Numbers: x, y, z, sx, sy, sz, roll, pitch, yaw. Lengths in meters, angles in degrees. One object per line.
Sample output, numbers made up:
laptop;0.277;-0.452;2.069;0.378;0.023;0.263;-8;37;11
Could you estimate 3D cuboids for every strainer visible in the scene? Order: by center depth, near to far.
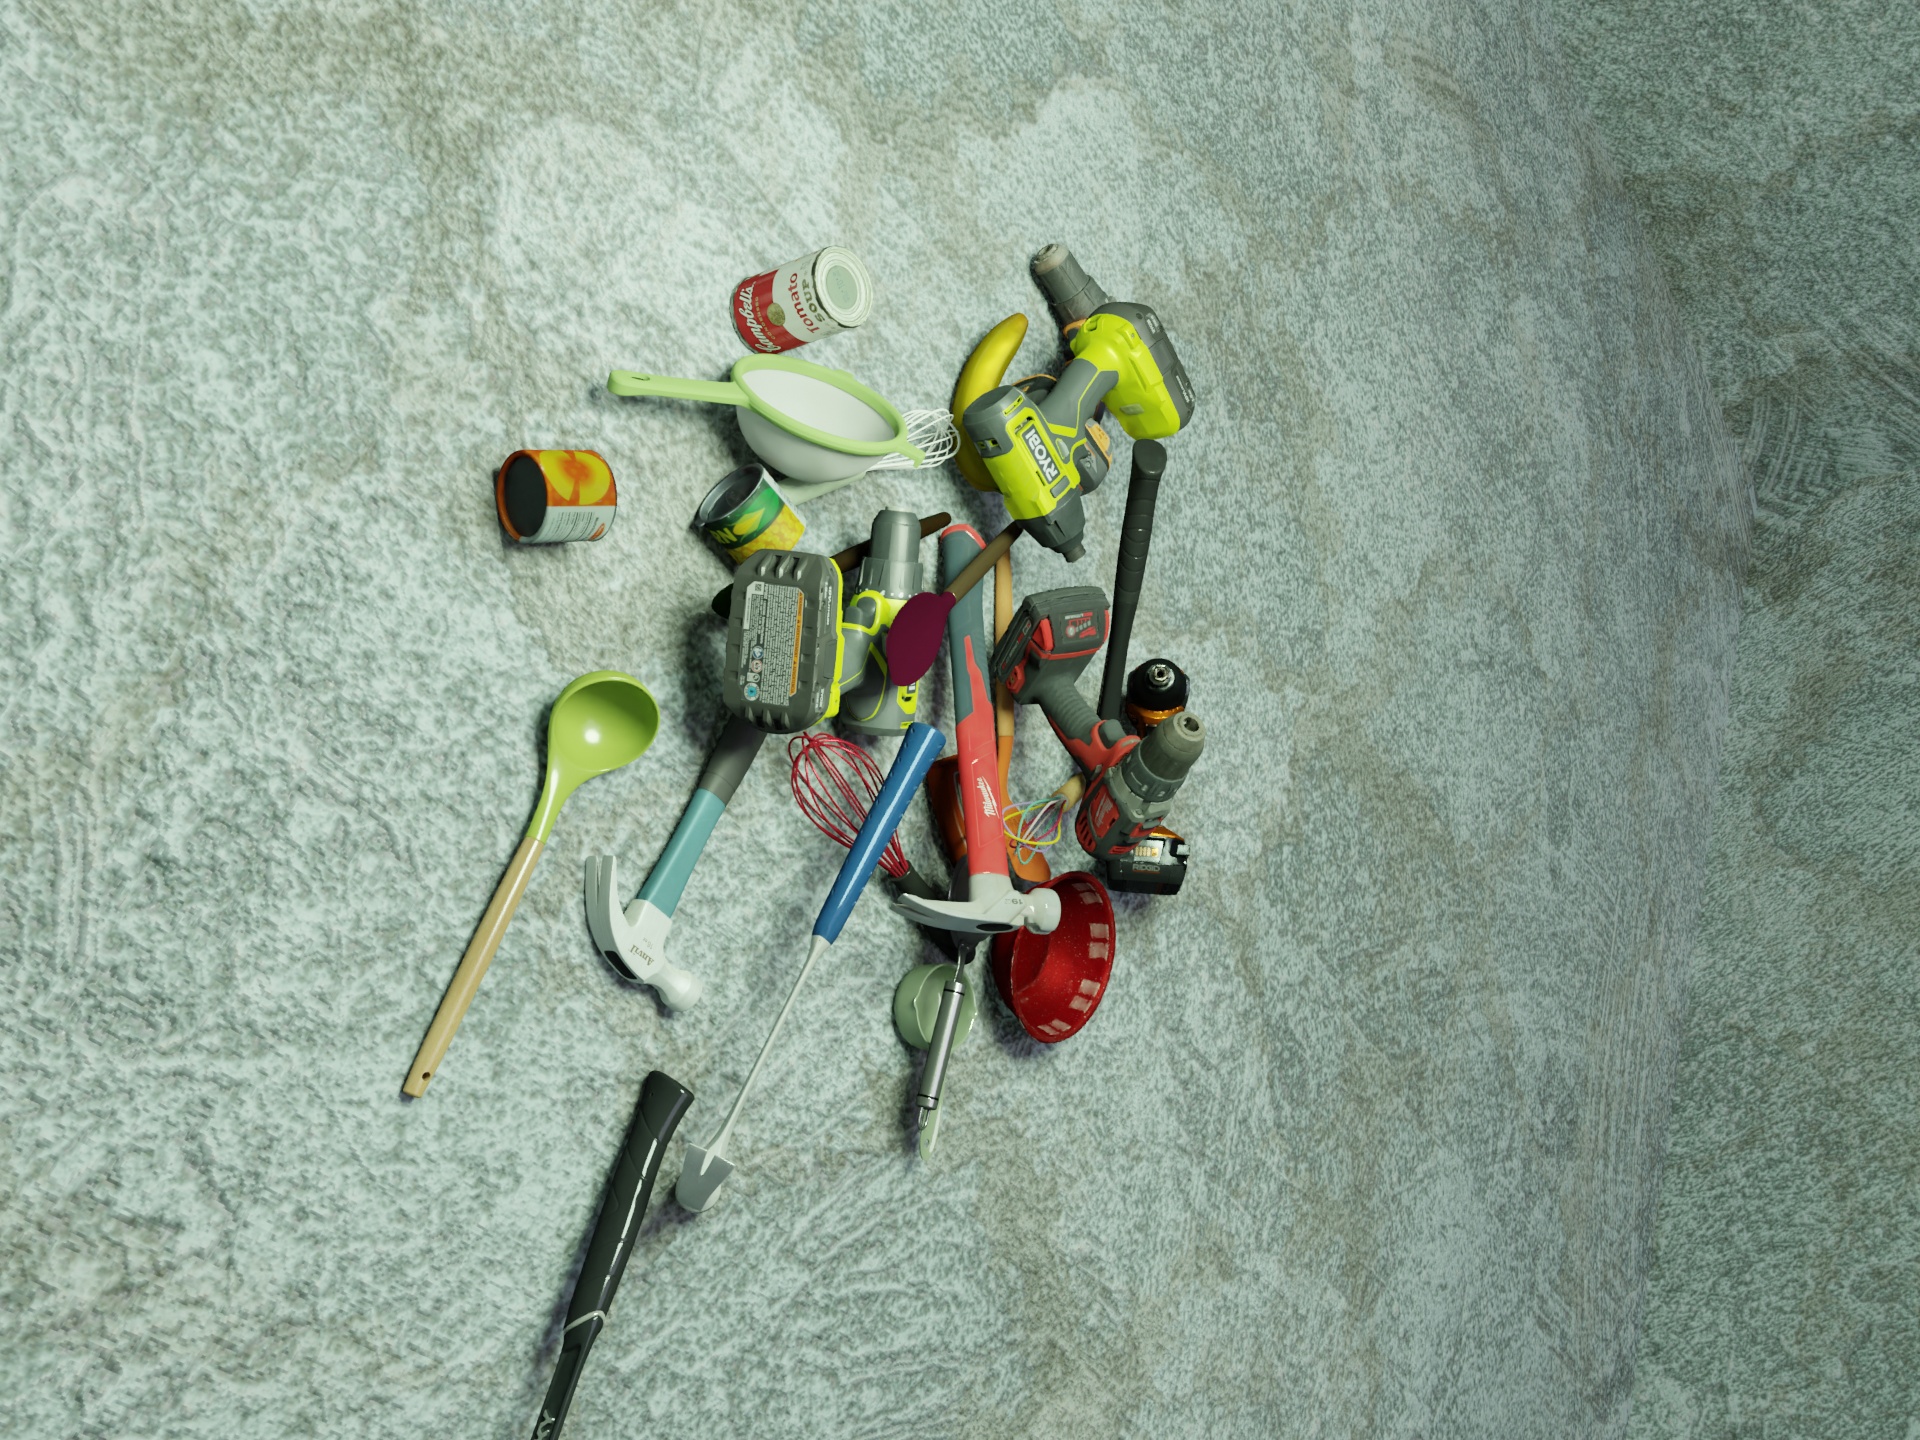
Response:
strainer;-0.165;-0.232;1.259;0.256;0.152;0.069;-1;128;-37
strainer;0.000;0.222;1.361;0.086;0.050;0.258;42;59;-58

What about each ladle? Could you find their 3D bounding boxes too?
ladle;-0.297;0.107;1.092;0.078;0.062;0.320;40;60;-37

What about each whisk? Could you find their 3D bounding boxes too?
whisk;-0.061;0.115;1.352;0.295;0.073;0.073;56;48;-34
whisk;-0.086;-0.224;1.380;0.059;0.057;0.246;48;46;12
whisk;0.090;0.084;1.482;0.245;0.047;0.051;-29;107;-68

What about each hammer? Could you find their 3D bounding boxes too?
hammer;-0.261;0.425;1.062;0.036;0.149;0.409;45;45;-35
hammer;-0.109;0.176;1.204;0.035;0.144;0.406;26;67;0
hammer;-0.188;0.050;1.237;0.128;0.033;0.331;47;53;-35
hammer;-0.002;-0.004;1.374;0.143;0.038;0.387;8;60;-24
hammer;0.150;-0.097;1.484;0.146;0.035;0.334;-97;-168;-65

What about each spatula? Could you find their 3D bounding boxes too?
spatula;0.051;-0.009;1.502;0.081;0.041;0.323;16;71;-63

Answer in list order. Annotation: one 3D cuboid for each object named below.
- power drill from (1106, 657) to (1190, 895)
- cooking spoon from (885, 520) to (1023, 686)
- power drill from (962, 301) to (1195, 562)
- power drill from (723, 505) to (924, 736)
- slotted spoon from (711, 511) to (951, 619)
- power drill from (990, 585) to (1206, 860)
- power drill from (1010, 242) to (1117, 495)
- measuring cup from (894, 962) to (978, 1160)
power drill;0.189;0.051;1.574;0.164;0.084;0.226;68;26;-76
cooking spoon;-0.002;-0.113;1.367;0.319;0.017;0.068;-51;138;-56
power drill;0.115;-0.267;1.462;0.223;0.080;0.171;-47;118;-29
power drill;-0.093;-0.079;1.263;0.228;0.080;0.190;-10;107;-67
slotted spoon;-0.096;-0.137;1.351;0.031;0.070;0.314;54;39;4
power drill;0.125;-0.011;1.388;0.080;0.187;0.227;-10;61;-28
power drill;0.107;-0.350;1.582;0.185;0.084;0.226;51;47;-28
measuring cup;-0.031;0.294;1.379;0.083;0.038;0.168;20;73;-45
